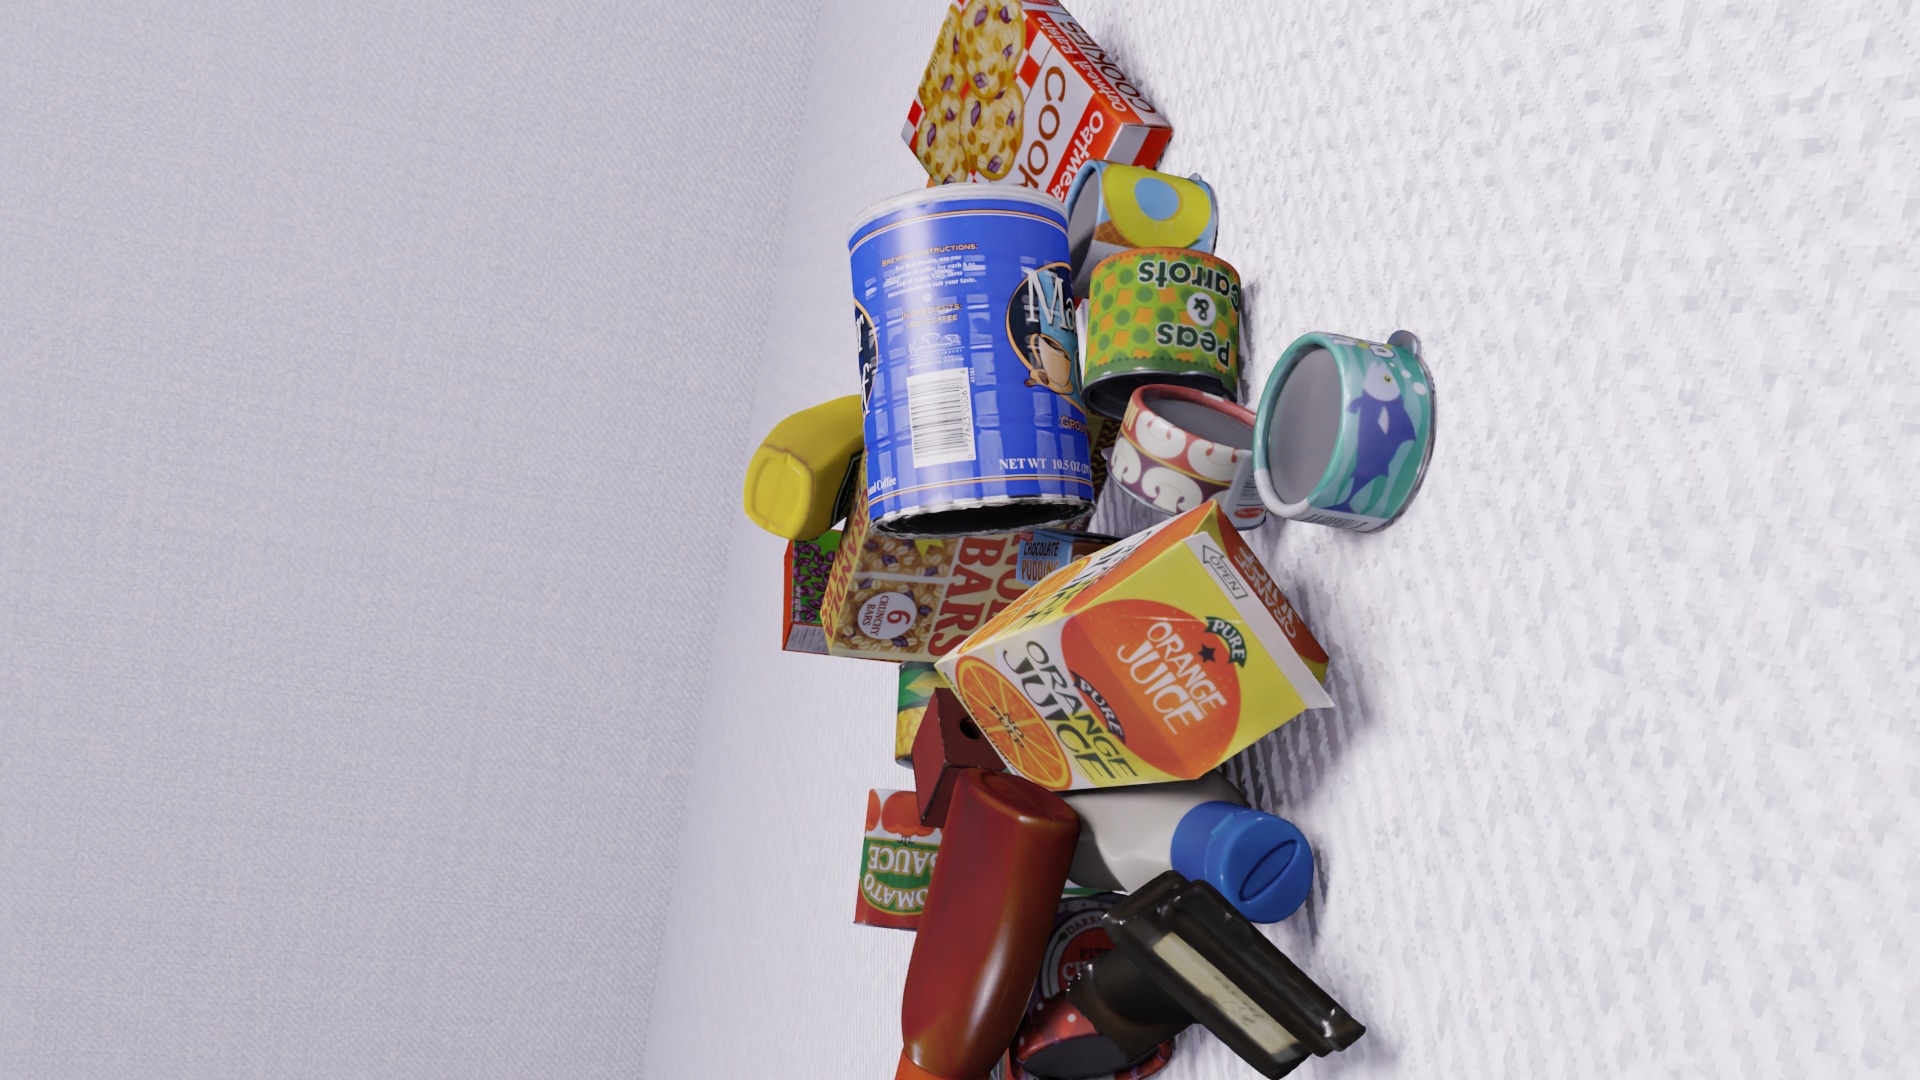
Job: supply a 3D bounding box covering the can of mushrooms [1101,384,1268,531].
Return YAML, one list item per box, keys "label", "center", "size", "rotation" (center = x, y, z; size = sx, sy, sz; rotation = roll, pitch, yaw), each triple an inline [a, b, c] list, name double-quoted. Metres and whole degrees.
- label: "can of mushrooms"
  center: [0.091, -0.034, 0.543]
  size: [0.071, 0.071, 0.033]
  rotation: [-109, 32, -60]

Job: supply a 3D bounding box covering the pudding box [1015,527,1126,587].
- label: "pudding box"
  center: [0.061, 0.012, 0.668]
  size: [0.084, 0.050, 0.030]
  rotation: [-161, 79, -75]

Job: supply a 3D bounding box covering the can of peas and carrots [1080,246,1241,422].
- label: "can of peas and carrots"
  center: [0.088, -0.087, 0.596]
  size: [0.070, 0.071, 0.059]
  rotation: [143, 134, -69]

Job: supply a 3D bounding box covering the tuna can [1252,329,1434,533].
- label: "tuna can"
  center: [0.130, -0.040, 0.474]
  size: [0.071, 0.033, 0.071]
  rotation: [-170, 89, -75]

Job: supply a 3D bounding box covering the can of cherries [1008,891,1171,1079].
- label: "can of cherries"
  center: [0.051, 0.187, 0.572]
  size: [0.071, 0.071, 0.059]
  rotation: [114, 159, -45]

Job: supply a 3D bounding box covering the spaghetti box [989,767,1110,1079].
- label: "spaghetti box"
  center: [0.039, 0.228, 0.627]
  size: [0.028, 0.050, 0.251]
  rotation: [131, 145, -67]

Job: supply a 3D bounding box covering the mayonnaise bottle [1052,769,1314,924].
- label: "mayonnaise bottle"
  center: [0.080, 0.112, 0.530]
  size: [0.065, 0.041, 0.148]
  rotation: [-40, 10, -15]

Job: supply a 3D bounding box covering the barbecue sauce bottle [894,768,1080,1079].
- label: "barbecue sauce bottle"
  center: [0.004, 0.169, 0.548]
  size: [0.065, 0.044, 0.148]
  rotation: [23, 99, 65]

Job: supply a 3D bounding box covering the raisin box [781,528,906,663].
- label: "raisin box"
  center: [-0.059, 0.038, 0.960]
  size: [0.039, 0.123, 0.086]
  rotation: [113, 159, -46]

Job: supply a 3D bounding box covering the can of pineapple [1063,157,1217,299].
- label: "can of pineapple"
  center: [0.082, -0.146, 0.665]
  size: [0.071, 0.058, 0.071]
  rotation: [-170, 89, -76]

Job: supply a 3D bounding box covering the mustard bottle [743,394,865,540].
- label: "mustard bottle"
  center: [-0.060, -0.052, 0.787]
  size: [0.161, 0.049, 0.065]
  rotation: [-38, -27, -55]

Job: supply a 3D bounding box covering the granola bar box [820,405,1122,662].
- label: "granola bar box"
  center: [0.003, -0.009, 0.750]
  size: [0.039, 0.124, 0.164]
  rotation: [-113, 35, -52]

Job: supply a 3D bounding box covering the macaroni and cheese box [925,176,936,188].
- label: "macaroni and cheese box"
  center: [0.025, -0.217, 0.877]
  size: [0.124, 0.040, 0.165]
  rotation: [52, 135, 41]

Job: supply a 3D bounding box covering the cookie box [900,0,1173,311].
- label: "cookie box"
  center: [0.037, -0.230, 0.782]
  size: [0.168, 0.040, 0.122]
  rotation: [58, 139, 30]

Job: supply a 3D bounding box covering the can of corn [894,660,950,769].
- label: "can of corn"
  center: [-0.004, 0.105, 0.833]
  size: [0.071, 0.071, 0.058]
  rotation: [131, 144, -64]

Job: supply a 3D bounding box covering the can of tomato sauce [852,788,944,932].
- label: "can of tomato sauce"
  center: [-0.030, 0.200, 0.866]
  size: [0.071, 0.071, 0.083]
  rotation: [145, 133, -70]

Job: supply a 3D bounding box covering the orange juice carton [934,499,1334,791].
- label: "orange juice carton"
  center: [0.066, 0.043, 0.523]
  size: [0.072, 0.073, 0.192]
  rotation: [54, 157, -2]
